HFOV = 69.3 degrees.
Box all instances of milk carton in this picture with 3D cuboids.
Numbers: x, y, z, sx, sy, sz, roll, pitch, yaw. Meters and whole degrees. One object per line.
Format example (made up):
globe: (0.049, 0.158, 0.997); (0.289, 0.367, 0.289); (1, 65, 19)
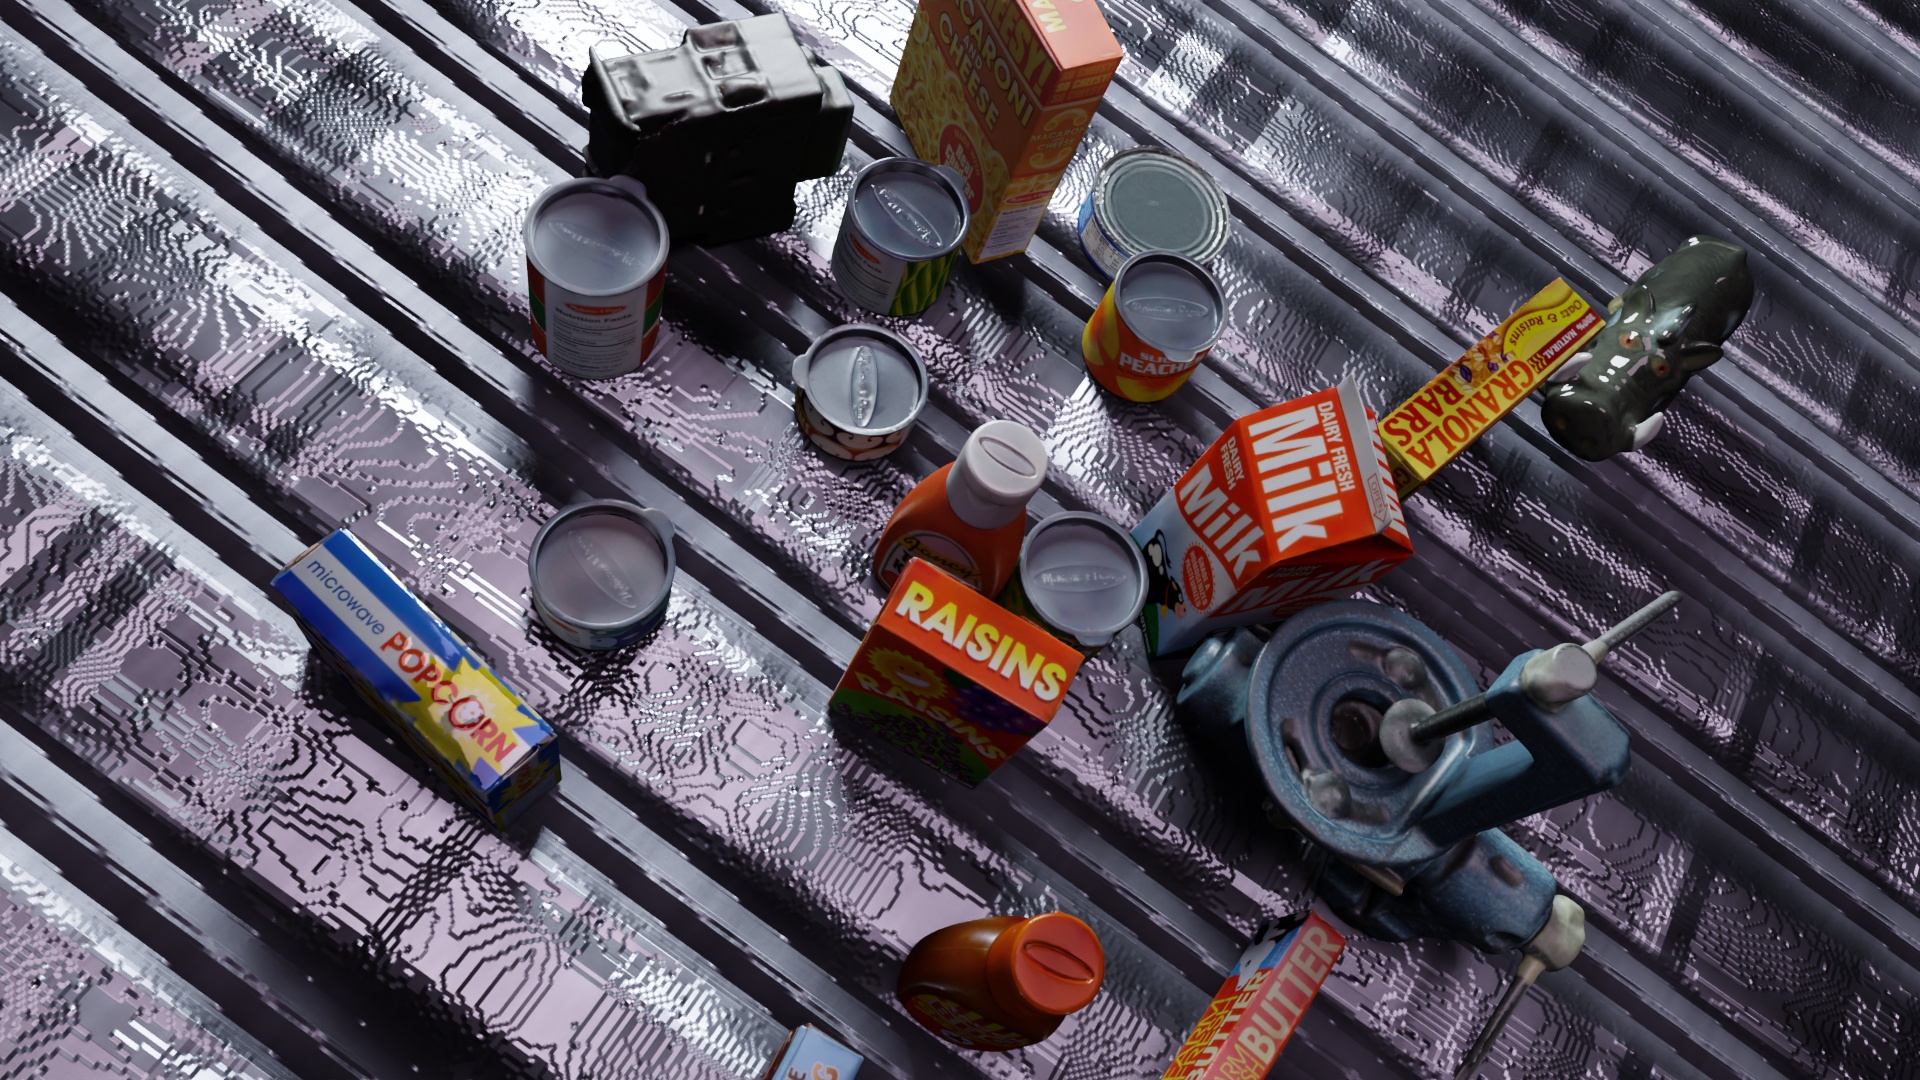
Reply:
milk carton: (0.148, -0.005, 0.661); (0.073, 0.189, 0.072); (-3, 69, -16)

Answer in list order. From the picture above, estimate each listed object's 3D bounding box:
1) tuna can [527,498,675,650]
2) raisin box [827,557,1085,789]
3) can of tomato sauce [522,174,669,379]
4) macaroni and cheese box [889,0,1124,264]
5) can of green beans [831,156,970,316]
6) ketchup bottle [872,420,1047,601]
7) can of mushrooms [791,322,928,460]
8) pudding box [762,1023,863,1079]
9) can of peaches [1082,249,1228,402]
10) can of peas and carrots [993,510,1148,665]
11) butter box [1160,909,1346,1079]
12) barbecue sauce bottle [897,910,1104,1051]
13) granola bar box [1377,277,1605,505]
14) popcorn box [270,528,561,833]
tuna can: (-0.167, 0.015, 0.655); (0.071, 0.032, 0.071); (6, 66, -13)
raisin box: (-0.006, 0.063, 0.627); (0.086, 0.123, 0.040); (31, 63, -1)
can of tomato sauce: (-0.180, -0.129, 0.686); (0.071, 0.082, 0.071); (6, 66, -13)
macaroni and cheese box: (0.017, -0.246, 0.743); (0.040, 0.165, 0.124); (-19, 74, -21)
can of green beans: (-0.033, -0.164, 0.755); (0.071, 0.057, 0.071); (6, 66, -13)
ketchup bottle: (0.002, -0.008, 0.646); (0.065, 0.148, 0.044); (32, 63, 0)
can of mushrooms: (-0.055, -0.078, 0.725); (0.071, 0.033, 0.071); (6, 66, -13)
pudding box: (-0.075, 0.244, 0.571); (0.030, 0.049, 0.084); (30, 63, -1)
can of peaches: (0.107, -0.116, 0.772); (0.071, 0.057, 0.071); (6, 66, -13)
can of peas and carrots: (0.054, 0.029, 0.694); (0.071, 0.058, 0.071); (6, 66, -13)
butter box: (0.132, 0.219, 0.636); (0.024, 0.053, 0.104); (41, 63, 4)
barbecue sauce bottle: (0.018, 0.180, 0.569); (0.065, 0.148, 0.044); (27, 64, -3)
granola bar box: (0.254, -0.060, 0.751); (0.166, 0.123, 0.039); (-36, 80, -25)
popcorn box: (-0.227, 0.061, 0.589); (0.127, 0.085, 0.038); (43, 64, 5)
